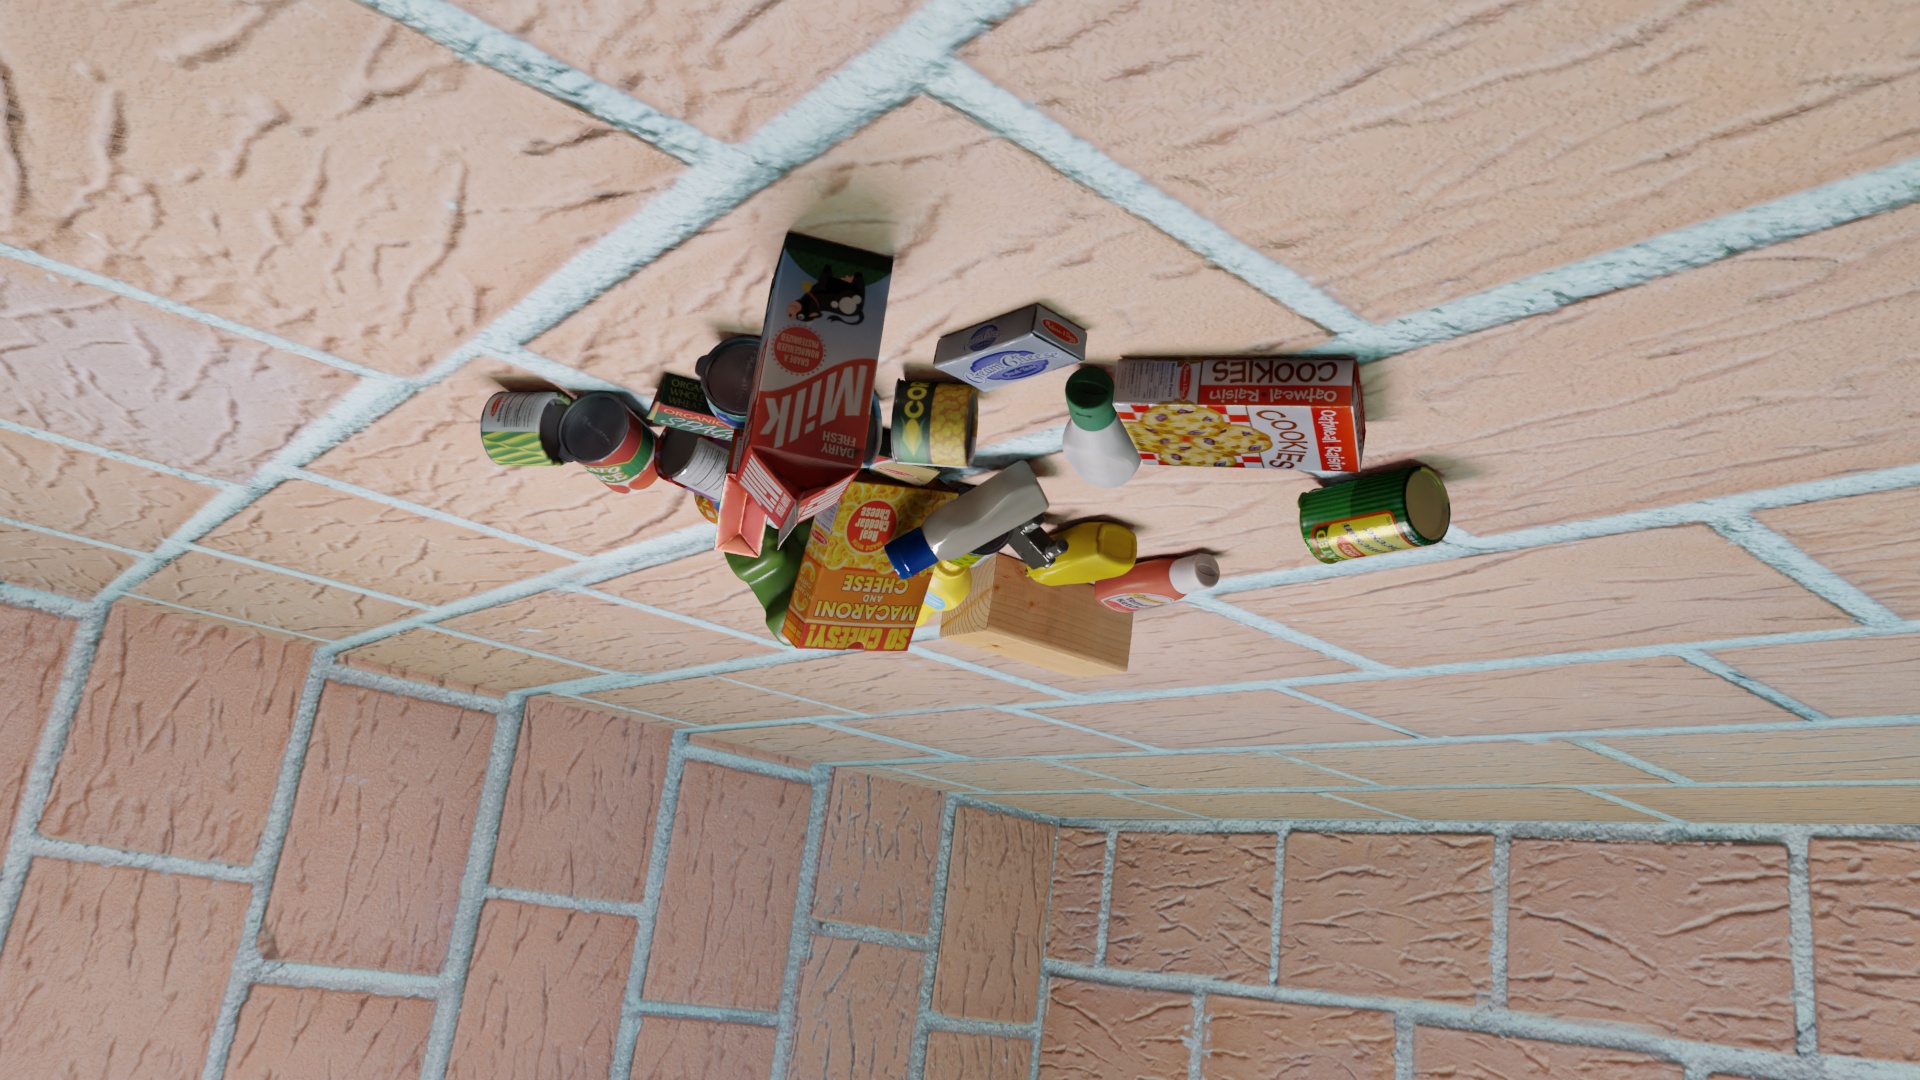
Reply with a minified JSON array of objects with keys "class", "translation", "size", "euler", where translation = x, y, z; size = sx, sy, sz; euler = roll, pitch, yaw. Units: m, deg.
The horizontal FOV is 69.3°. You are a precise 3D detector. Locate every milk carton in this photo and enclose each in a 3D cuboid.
[{"class":"milk carton","translation":[-0.097,-0.092,0.895],"size":[0.073,0.191,0.072],"euler":[12,162,-13]}]

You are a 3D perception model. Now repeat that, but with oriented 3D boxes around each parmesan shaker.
[{"class":"parmesan shaker","translation":[0.340,-0.022,1.147],"size":[0.071,0.071,0.103],"euler":[20,159,-34]}]

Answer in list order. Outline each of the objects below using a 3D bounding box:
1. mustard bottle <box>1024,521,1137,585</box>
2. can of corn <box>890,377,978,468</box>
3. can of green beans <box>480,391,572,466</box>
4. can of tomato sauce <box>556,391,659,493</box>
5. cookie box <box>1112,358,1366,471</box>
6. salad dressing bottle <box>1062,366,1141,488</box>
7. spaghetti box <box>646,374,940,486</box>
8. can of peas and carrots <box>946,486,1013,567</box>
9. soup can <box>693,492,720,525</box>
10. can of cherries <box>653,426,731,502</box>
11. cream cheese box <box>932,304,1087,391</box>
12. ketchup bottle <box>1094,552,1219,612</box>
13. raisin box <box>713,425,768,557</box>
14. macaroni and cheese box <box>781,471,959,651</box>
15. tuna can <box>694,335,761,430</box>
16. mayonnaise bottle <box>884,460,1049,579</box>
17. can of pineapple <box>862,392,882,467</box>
[{"class":"mustard bottle","translation":[0.110,0.017,1.405],"size":[0.065,0.049,0.160],"euler":[18,161,-30]},{"class":"can of corn","translation":[-0.019,-0.092,1.079],"size":[0.058,0.071,0.071],"euler":[4,162,9]},{"class":"can of green beans","translation":[-0.375,-0.098,1.216],"size":[0.058,0.071,0.071],"euler":[2,162,17]},{"class":"can of tomato sauce","translation":[-0.307,-0.083,1.225],"size":[0.071,0.071,0.083],"euler":[4,163,13]},{"class":"cookie box","translation":[0.208,-0.092,1.020],"size":[0.167,0.040,0.122],"euler":[3,163,19]},{"class":"salad dressing bottle","translation":[0.107,-0.087,1.077],"size":[0.064,0.044,0.147],"euler":[15,164,16]},{"class":"spaghetti box","translation":[-0.139,-0.092,1.191],"size":[0.250,0.029,0.050],"euler":[13,162,-17]},{"class":"can of peas and carrots","translation":[0.009,-0.013,1.325],"size":[0.071,0.071,0.058],"euler":[12,163,-13]},{"class":"soup can","translation":[-0.202,-0.053,1.292],"size":[0.071,0.071,0.083],"euler":[20,160,-34]},{"class":"can of cherries","translation":[-0.230,-0.075,1.229],"size":[0.071,0.071,0.058],"euler":[-8,157,41]},{"class":"cream cheese box","translation":[0.035,-0.134,0.984],"size":[0.053,0.024,0.103],"euler":[22,158,-38]},{"class":"ketchup bottle","translation":[0.208,0.043,1.455],"size":[0.065,0.043,0.148],"euler":[18,160,-29]},{"class":"raisin box","translation":[-0.164,-0.061,1.097],"size":[0.040,0.124,0.085],"euler":[9,133,-9]},{"class":"macaroni and cheese box","translation":[-0.083,0.021,1.271],"size":[0.124,0.166,0.040],"euler":[5,-160,-37]},{"class":"tuna can","translation":[-0.164,-0.119,1.051],"size":[0.071,0.071,0.032],"euler":[8,163,-1]},{"class":"mayonnaise bottle","translation":[0.004,-0.015,1.234],"size":[0.148,0.041,0.064],"euler":[-29,153,2]},{"class":"can of pineapple","translation":[-0.101,-0.092,1.112],"size":[0.058,0.071,0.071],"euler":[2,162,17]}]
